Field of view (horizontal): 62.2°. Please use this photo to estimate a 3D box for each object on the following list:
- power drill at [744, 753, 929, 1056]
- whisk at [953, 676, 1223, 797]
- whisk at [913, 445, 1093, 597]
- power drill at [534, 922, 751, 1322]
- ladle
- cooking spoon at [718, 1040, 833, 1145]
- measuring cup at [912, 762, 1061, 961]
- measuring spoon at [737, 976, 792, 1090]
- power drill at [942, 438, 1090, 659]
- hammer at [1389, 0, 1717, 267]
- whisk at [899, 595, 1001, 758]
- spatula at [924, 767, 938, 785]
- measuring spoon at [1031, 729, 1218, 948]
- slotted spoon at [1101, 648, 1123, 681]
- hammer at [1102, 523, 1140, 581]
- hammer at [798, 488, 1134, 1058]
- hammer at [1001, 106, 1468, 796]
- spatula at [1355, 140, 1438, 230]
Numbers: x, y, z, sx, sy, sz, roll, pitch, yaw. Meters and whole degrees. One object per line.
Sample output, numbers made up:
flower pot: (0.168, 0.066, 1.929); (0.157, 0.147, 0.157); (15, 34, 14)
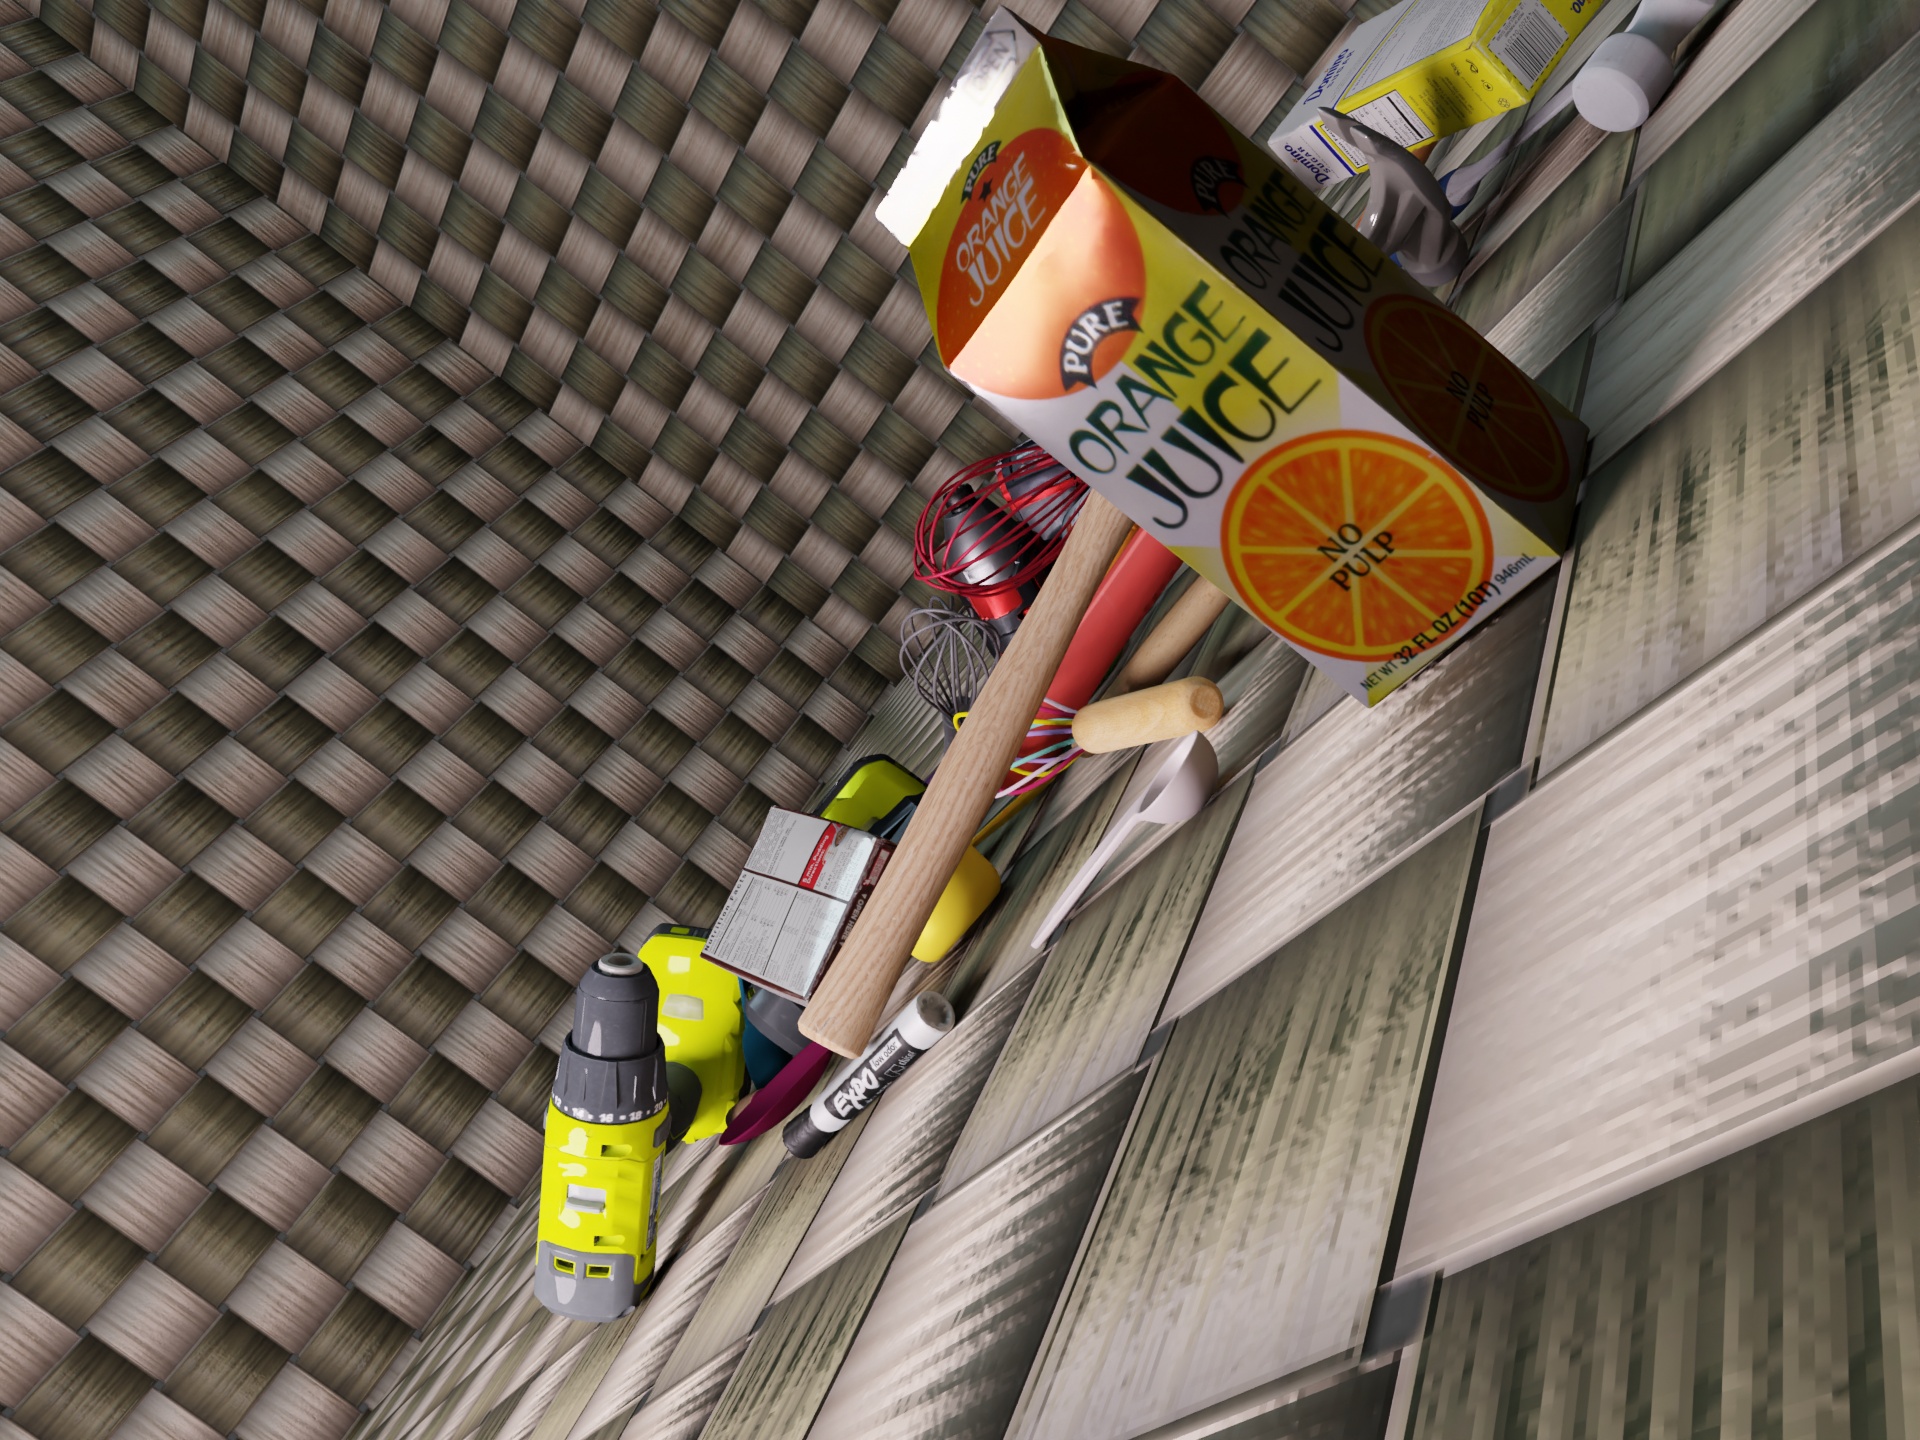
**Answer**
power drill: (-0.053, 0.092, 0.930); (0.171, 0.080, 0.223); (-53, 8, 0)
whisk: (0.046, 0.005, 0.697); (0.051, 0.047, 0.245); (-27, 3, -19)
whisk: (0.082, -0.154, 0.917); (0.296, 0.073, 0.073); (-37, -4, -30)
power drill: (-0.176, 0.199, 0.907); (0.228, 0.080, 0.190); (-64, -19, -78)
ladle: (0.106, -0.040, 0.629); (0.078, 0.062, 0.320); (-53, -2, -26)
cooking spoon: (-0.100, 0.193, 0.797); (0.069, 0.017, 0.318); (-44, -3, -20)
measuring cup: (0.020, 0.065, 0.767); (0.156, 0.029, 0.062); (-39, -10, -48)
measuring spoon: (-0.117, 0.159, 0.936); (0.021, 0.129, 0.042); (-19, -34, 7)
power drill: (0.053, -0.129, 1.134); (0.078, 0.143, 0.220); (-21, 18, 28)
hammer: (0.277, -0.294, 0.848); (0.144, 0.035, 0.405); (-53, 5, -9)
whisk: (-0.002, -0.002, 0.920); (0.055, 0.055, 0.238); (-54, -18, -20)
spatula: (0.003, 0.027, 1.205); (0.060, 0.018, 0.316); (-54, 4, -24)
measuring spoon: (0.057, 0.049, 0.556); (0.124, 0.018, 0.034); (-57, 0, 44)
slotted spoon: (0.030, 0.007, 1.051); (0.070, 0.031, 0.313); (-59, 5, -26)
hammer: (0.090, -0.115, 0.864); (0.337, 0.034, 0.127); (-63, -25, 3)
hammer: (0.024, -0.011, 0.671); (0.331, 0.031, 0.130); (-62, 19, -10)
hammer: (0.113, -0.114, 0.783); (0.149, 0.037, 0.359); (13, -64, -55)
spatula: (0.224, -0.289, 0.857); (0.323, 0.041, 0.081); (-59, -3, -17)
